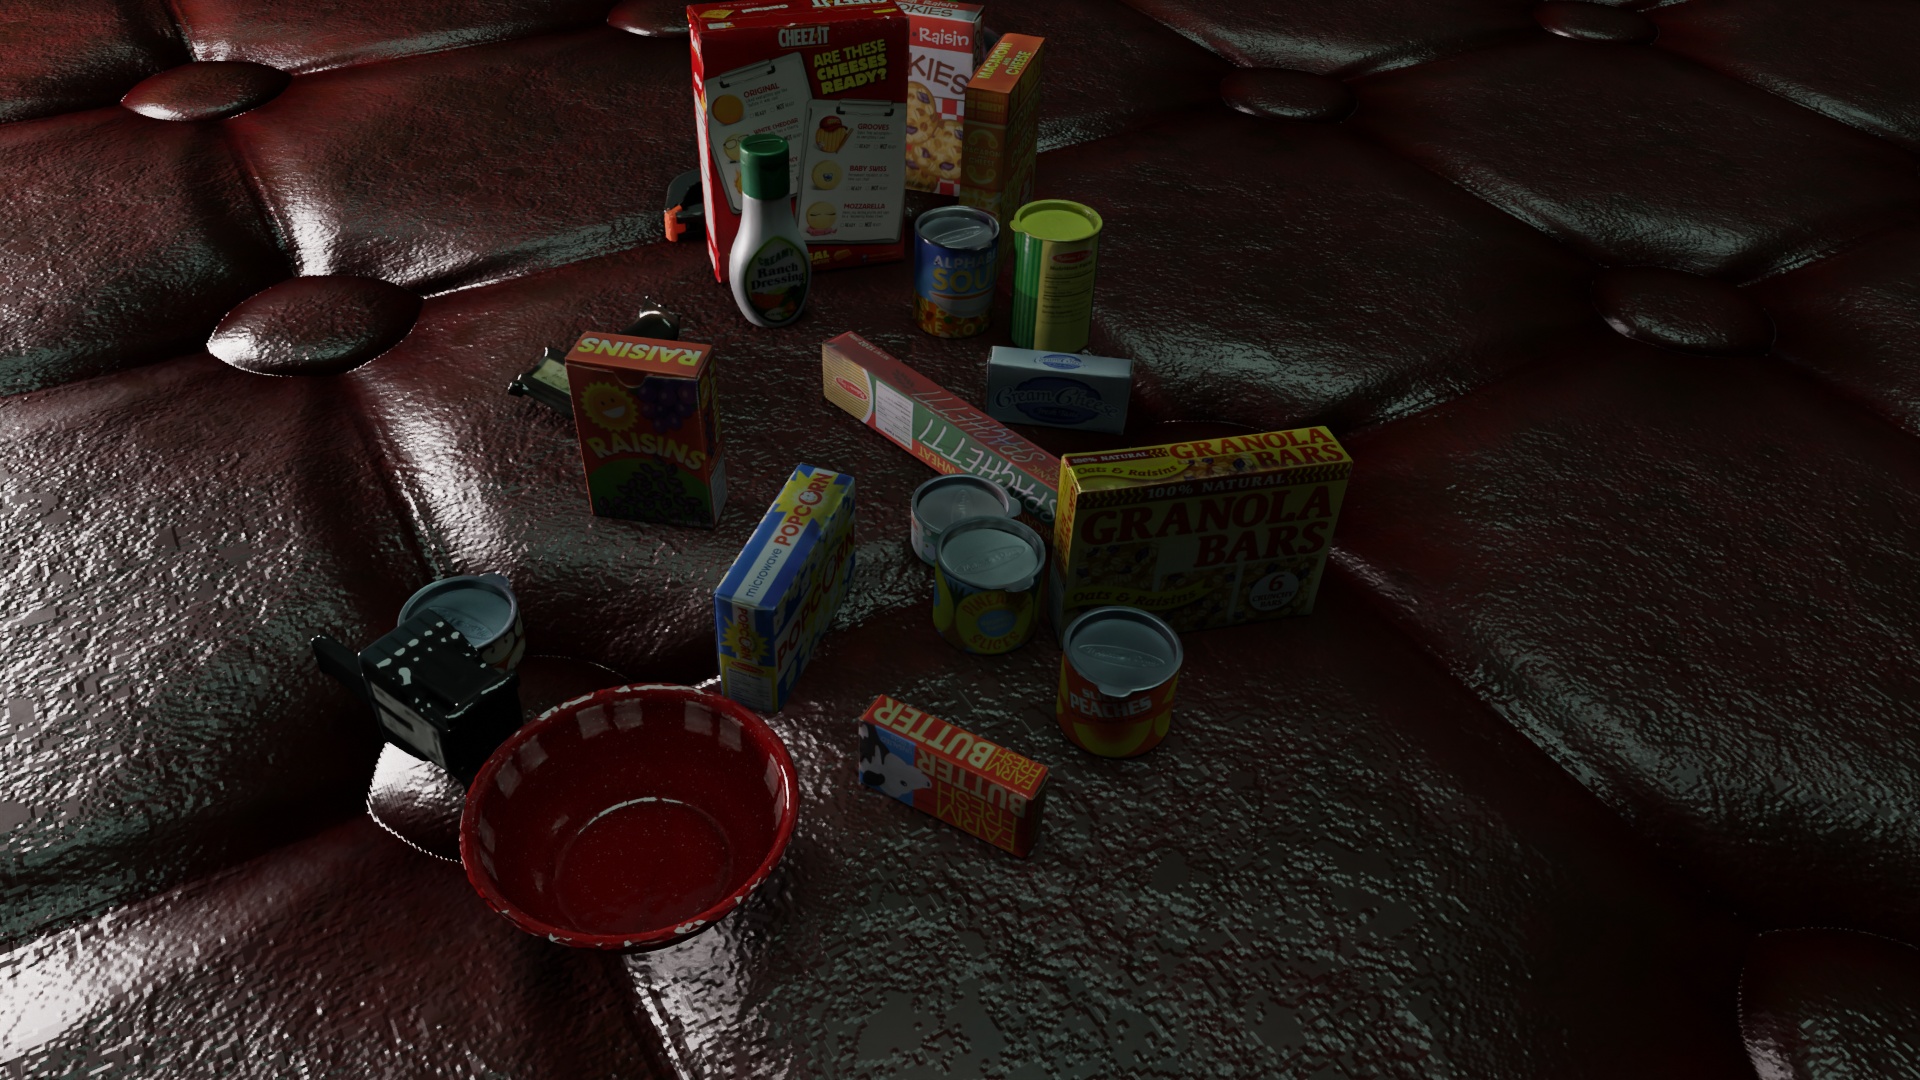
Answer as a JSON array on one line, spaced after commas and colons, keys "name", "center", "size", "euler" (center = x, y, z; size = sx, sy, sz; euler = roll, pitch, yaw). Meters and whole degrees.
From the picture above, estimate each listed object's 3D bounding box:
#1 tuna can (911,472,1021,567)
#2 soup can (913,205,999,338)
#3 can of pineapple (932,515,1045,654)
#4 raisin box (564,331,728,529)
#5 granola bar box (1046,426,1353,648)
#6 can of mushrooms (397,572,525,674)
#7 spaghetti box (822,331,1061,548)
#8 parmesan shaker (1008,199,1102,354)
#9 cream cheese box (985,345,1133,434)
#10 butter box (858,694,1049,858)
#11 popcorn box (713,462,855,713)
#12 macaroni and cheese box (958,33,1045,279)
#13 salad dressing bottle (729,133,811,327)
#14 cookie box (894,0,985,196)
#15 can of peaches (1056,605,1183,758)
[{"name": "tuna can", "center": [0.003, -0.011, 0.904], "size": [0.071, 0.032, 0.071], "euler": [2, 40, -1]}, {"name": "soup can", "center": [-0.003, -0.210, 1.097], "size": [0.071, 0.083, 0.072], "euler": [2, 40, -1]}, {"name": "can of pineapple", "center": [0.017, 0.028, 0.839], "size": [0.071, 0.057, 0.071], "euler": [2, 40, -1]}, {"name": "raisin box", "center": [-0.199, -0.069, 0.890], "size": [0.086, 0.122, 0.040], "euler": [8, 41, 6]}, {"name": "granola bar box", "center": [0.138, -0.002, 0.830], "size": [0.166, 0.123, 0.039], "euler": [-7, 41, -11]}, {"name": "can of mushrooms", "center": [-0.288, 0.053, 0.810], "size": [0.071, 0.033, 0.071], "euler": [2, 40, -1]}, {"name": "spaghetti box", "center": [-0.005, -0.070, 0.959], "size": [0.029, 0.049, 0.250], "euler": [-31, 51, -33]}, {"name": "parmesan shaker", "center": [0.069, -0.203, 1.078], "size": [0.071, 0.102, 0.072], "euler": [2, 40, -1]}, {"name": "cream cheese box", "center": [0.071, -0.109, 1.006], "size": [0.104, 0.053, 0.024], "euler": [7, 40, 4]}, {"name": "butter box", "center": [-0.004, 0.124, 0.729], "size": [0.103, 0.052, 0.024], "euler": [21, 44, 20]}, {"name": "popcorn box", "center": [-0.100, 0.026, 0.813], "size": [0.038, 0.084, 0.127], "euler": [13, 41, 12]}, {"name": "macaroni and cheese box", "center": [0.033, -0.323, 1.169], "size": [0.040, 0.165, 0.124], "euler": [12, 41, 11]}, {"name": "salad dressing bottle", "center": [-0.148, -0.238, 1.072], "size": [0.064, 0.146, 0.044], "euler": [-15, 43, -20]}, {"name": "cookie box", "center": [-0.045, -0.403, 1.257], "size": [0.123, 0.166, 0.040], "euler": [11, 41, 9]}, {"name": "can of peaches", "center": [0.088, 0.081, 0.780], "size": [0.071, 0.057, 0.071], "euler": [2, 40, -1]}]
